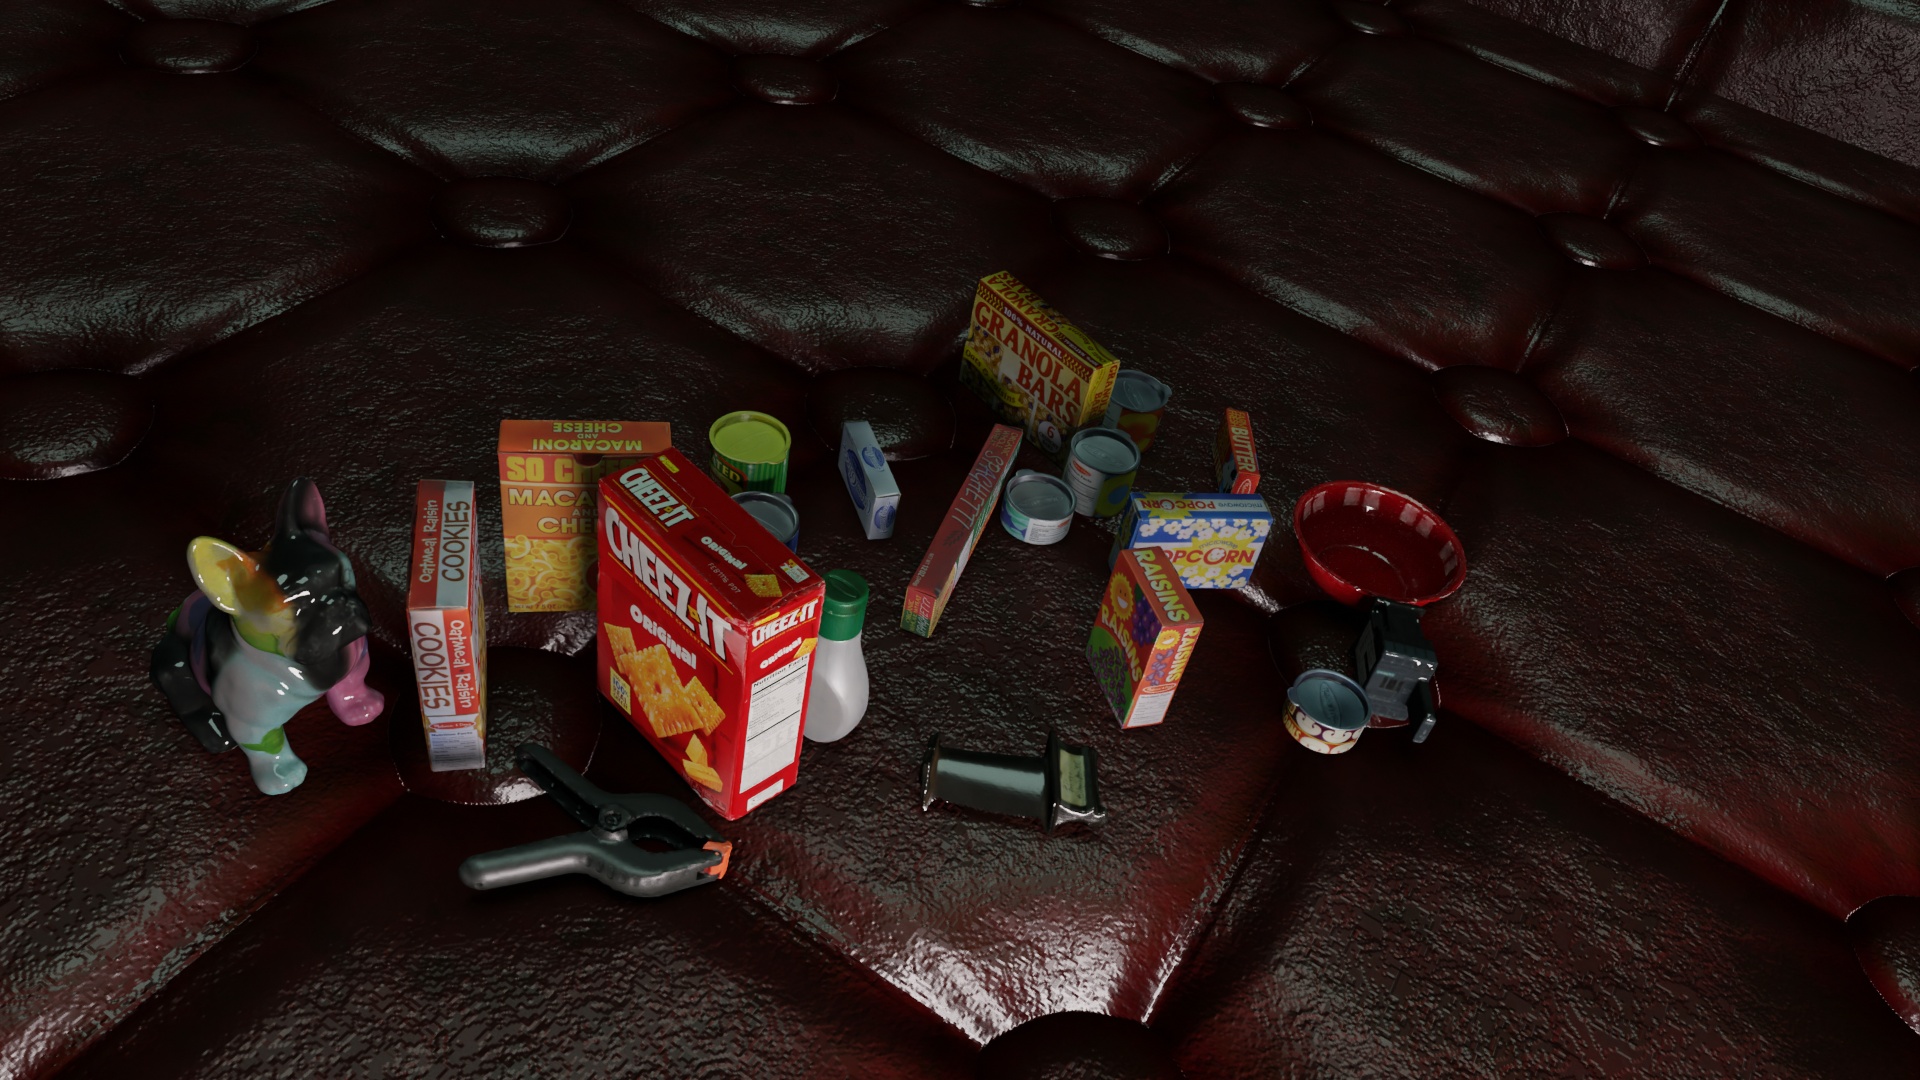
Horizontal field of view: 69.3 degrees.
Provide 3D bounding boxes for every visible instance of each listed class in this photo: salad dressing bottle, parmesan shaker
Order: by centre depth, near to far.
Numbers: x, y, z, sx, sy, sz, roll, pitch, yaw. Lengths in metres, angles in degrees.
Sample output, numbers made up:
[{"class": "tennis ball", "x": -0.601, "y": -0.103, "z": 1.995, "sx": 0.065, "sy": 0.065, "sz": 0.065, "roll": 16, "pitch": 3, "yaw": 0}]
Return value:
[{"class": "salad dressing bottle", "x": -0.093, "y": 0.085, "z": 1.016, "sx": 0.064, "sy": 0.146, "sz": 0.044, "roll": 34, "pitch": 46, "yaw": 22}, {"class": "parmesan shaker", "x": -0.179, "y": -0.047, "z": 1.171, "sx": 0.071, "sy": 0.102, "sz": 0.072, "roll": 7, "pitch": 42, "yaw": -6}]

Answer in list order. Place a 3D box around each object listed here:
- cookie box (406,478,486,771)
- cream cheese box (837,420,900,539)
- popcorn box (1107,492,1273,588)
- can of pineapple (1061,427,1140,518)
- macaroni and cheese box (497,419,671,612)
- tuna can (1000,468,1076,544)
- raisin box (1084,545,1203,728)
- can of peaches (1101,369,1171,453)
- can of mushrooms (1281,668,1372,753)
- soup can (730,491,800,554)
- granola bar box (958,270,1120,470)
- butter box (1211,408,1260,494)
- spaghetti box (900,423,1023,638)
[{"class": "cookie box", "x": -0.355, "y": 0.059, "z": 0.964, "sx": 0.040, "sy": 0.166, "sz": 0.123, "roll": -2, "pitch": 44, "yaw": -16}, {"class": "cream cheese box", "x": -0.082, "y": -0.054, "z": 1.239, "sx": 0.024, "sy": 0.053, "sz": 0.104, "roll": -7, "pitch": 46, "yaw": -20}, {"class": "popcorn box", "x": 0.202, "y": 0.001, "z": 1.227, "sx": 0.127, "sy": 0.084, "sz": 0.038, "roll": 0, "pitch": 44, "yaw": -14}, {"class": "can of pineapple", "x": 0.131, "y": -0.064, "z": 1.299, "sx": 0.071, "sy": 0.057, "sz": 0.071, "roll": 7, "pitch": 42, "yaw": -6}, {"class": "macaroni and cheese box", "x": -0.285, "y": -0.015, "z": 1.063, "sx": 0.124, "sy": 0.165, "sz": 0.040, "roll": -1, "pitch": 44, "yaw": -15}, {"class": "tuna can", "x": 0.069, "y": -0.031, "z": 1.267, "sx": 0.071, "sy": 0.032, "sz": 0.071, "roll": 7, "pitch": 42, "yaw": -6}, {"class": "raisin box", "x": 0.144, "y": 0.077, "z": 1.102, "sx": 0.040, "sy": 0.122, "sz": 0.086, "roll": -5, "pitch": 45, "yaw": -19}, {"class": "can of peaches", "x": 0.169, "y": -0.127, "z": 1.376, "sx": 0.071, "sy": 0.057, "sz": 0.071, "roll": 7, "pitch": 42, "yaw": -6}, {"class": "can of mushrooms", "x": 0.297, "y": 0.140, "z": 1.139, "sx": 0.071, "sy": 0.033, "sz": 0.071, "roll": 7, "pitch": 42, "yaw": -6}, {"class": "soup can", "x": -0.165, "y": 0.011, "z": 1.126, "sx": 0.071, "sy": 0.083, "sz": 0.072, "roll": 7, "pitch": 42, "yaw": -6}, {"class": "granola bar box", "x": 0.072, "y": -0.164, "z": 1.344, "sx": 0.039, "sy": 0.123, "sz": 0.166, "roll": -24, "pitch": 54, "yaw": -34}, {"class": "butter box", "x": 0.267, "y": -0.077, "z": 1.351, "sx": 0.024, "sy": 0.052, "sz": 0.104, "roll": 8, "pitch": 42, "yaw": -5}, {"class": "spaghetti box", "x": 0.004, "y": -0.015, "z": 1.221, "sx": 0.029, "sy": 0.049, "sz": 0.251, "roll": 19, "pitch": 42, "yaw": 7}]
